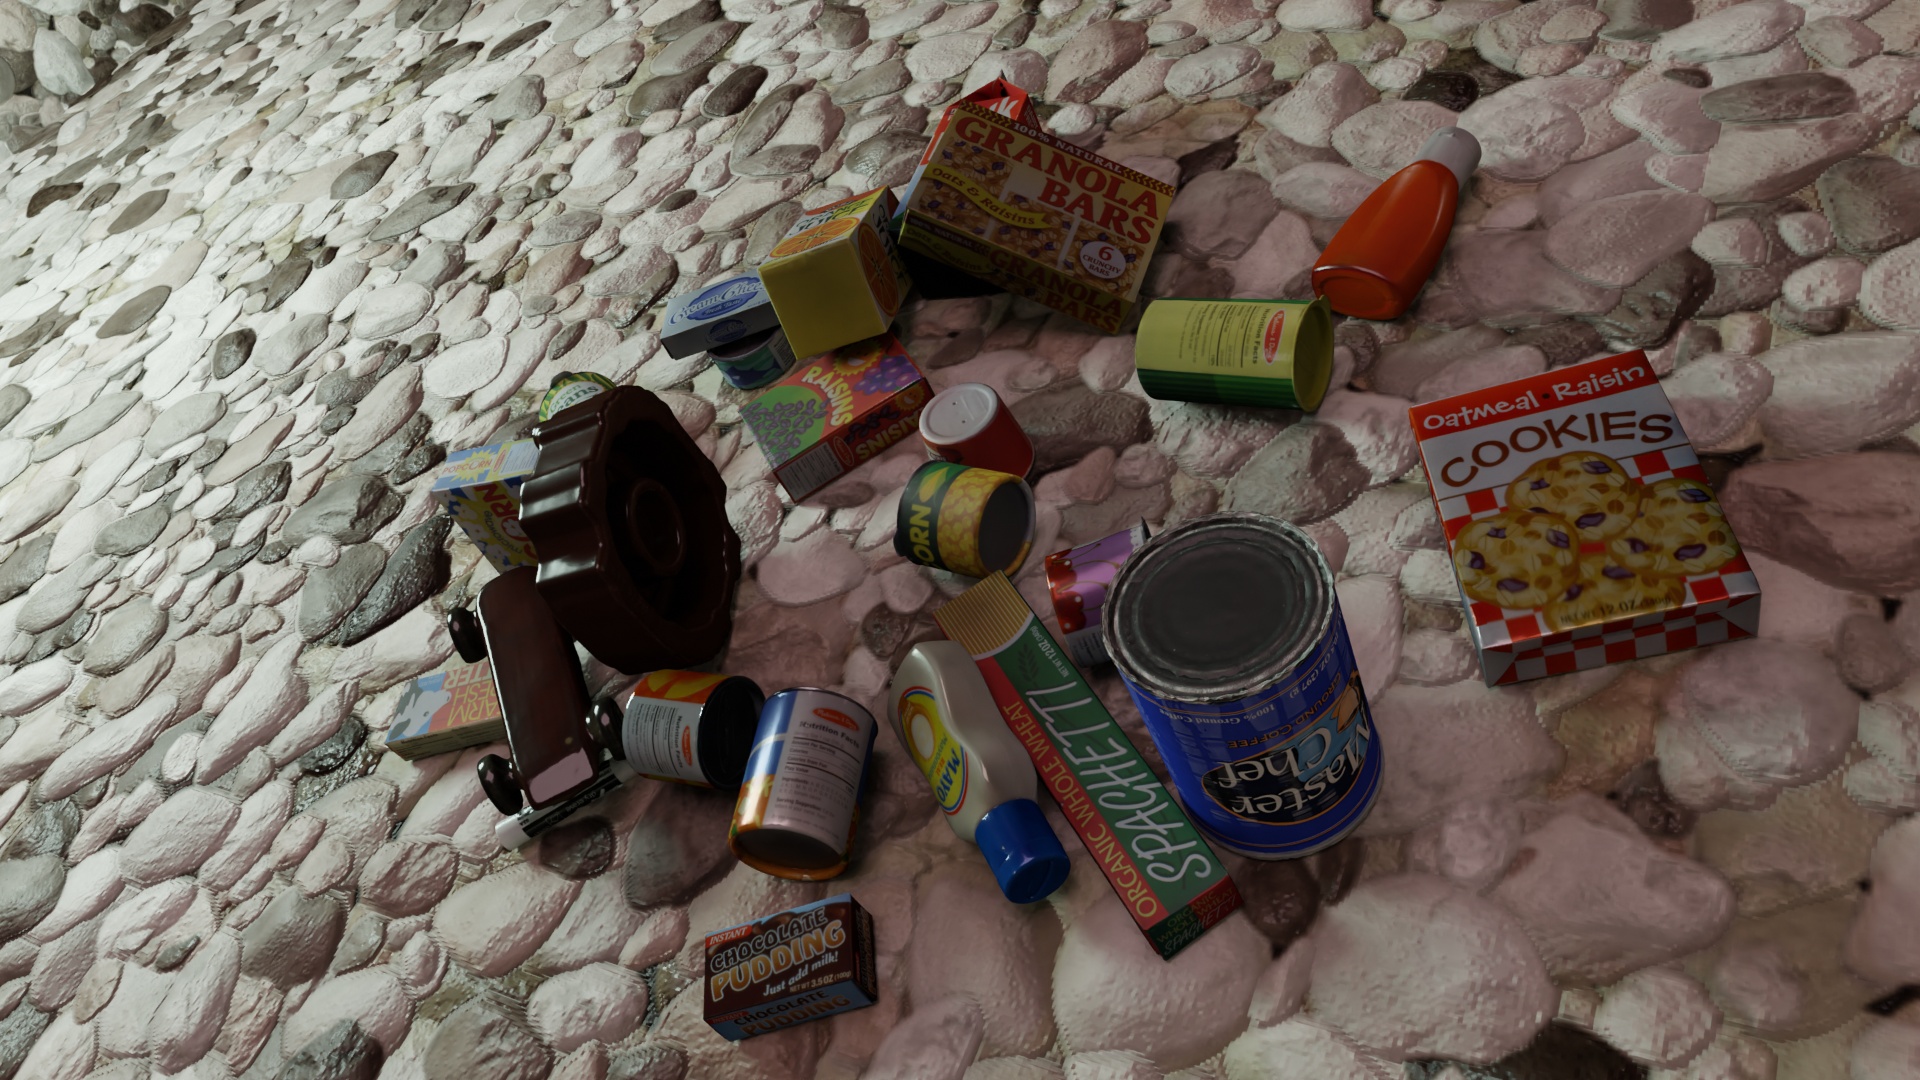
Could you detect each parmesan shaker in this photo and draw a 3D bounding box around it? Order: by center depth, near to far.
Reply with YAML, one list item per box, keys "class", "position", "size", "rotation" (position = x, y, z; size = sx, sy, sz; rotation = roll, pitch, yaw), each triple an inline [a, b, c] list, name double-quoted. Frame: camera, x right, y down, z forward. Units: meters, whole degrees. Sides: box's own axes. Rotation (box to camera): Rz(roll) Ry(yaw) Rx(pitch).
- class: "parmesan shaker"
  position: [0.168, -0.117, 0.849]
  size: [0.103, 0.071, 0.071]
  rotation: [8, 55, 34]

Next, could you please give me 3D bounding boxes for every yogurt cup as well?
- class: "yogurt cup"
  position: [0.008, -0.064, 0.892]
  size: [0.072, 0.053, 0.073]
  rotation: [-14, 46, 15]

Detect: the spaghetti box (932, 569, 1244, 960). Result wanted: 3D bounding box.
- class: "spaghetti box"
  position: [0.059, 0.106, 0.728]
  size: [0.050, 0.028, 0.251]
  rotation: [-33, 44, -3]

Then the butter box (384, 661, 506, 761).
- class: "butter box"
  position: [-0.328, 0.110, 0.925]
  size: [0.103, 0.024, 0.053]
  rotation: [-14, 46, 15]

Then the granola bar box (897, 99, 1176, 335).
- class: "granola bar box"
  position: [0.055, -0.226, 0.966]
  size: [0.165, 0.038, 0.125]
  rotation: [23, 56, -1]

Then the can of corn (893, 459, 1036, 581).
- class: "can of corn"
  position: [0.003, -0.010, 0.836]
  size: [0.058, 0.071, 0.071]
  rotation: [12, 57, 34]

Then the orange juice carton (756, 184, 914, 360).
- class: "orange juice carton"
  position: [-0.083, -0.208, 1.035]
  size: [0.072, 0.072, 0.193]
  rotation: [-15, 24, 16]

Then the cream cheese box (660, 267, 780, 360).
- class: "cream cheese box"
  position: [-0.177, -0.177, 1.061]
  size: [0.104, 0.024, 0.054]
  rotation: [-17, 43, 13]

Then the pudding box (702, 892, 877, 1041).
- class: "pudding box"
  position: [-0.086, 0.215, 0.701]
  size: [0.083, 0.030, 0.050]
  rotation: [-18, 44, 11]

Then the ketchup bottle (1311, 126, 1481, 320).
- class: "ketchup bottle"
  position: [0.285, -0.206, 0.888]
  size: [0.065, 0.043, 0.149]
  rotation: [19, 61, 37]

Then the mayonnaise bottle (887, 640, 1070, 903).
- class: "mayonnaise bottle"
  position: [0.008, 0.119, 0.720]
  size: [0.041, 0.064, 0.148]
  rotation: [1, 36, -30]

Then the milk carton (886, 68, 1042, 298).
- class: "milk carton"
  position: [0.018, -0.279, 1.071]
  size: [0.073, 0.072, 0.191]
  rotation: [0, 51, 28]

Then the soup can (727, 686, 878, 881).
- class: "soup can"
  position: [-0.085, 0.133, 0.753]
  size: [0.071, 0.071, 0.084]
  rotation: [-7, 48, 21]

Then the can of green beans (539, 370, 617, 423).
- class: "can of green beans"
  position: [-0.277, -0.086, 1.049]
  size: [0.071, 0.071, 0.058]
  rotation: [-39, 45, -10]

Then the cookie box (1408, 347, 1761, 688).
- class: "cookie box"
  position: [0.308, -0.014, 0.704]
  size: [0.123, 0.040, 0.168]
  rotation: [-14, 47, 15]

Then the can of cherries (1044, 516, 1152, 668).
- class: "can of cherries"
  position: [0.083, 0.028, 0.760]
  size: [0.058, 0.071, 0.072]
  rotation: [-19, 45, 12]

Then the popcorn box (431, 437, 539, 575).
- class: "popcorn box"
  position: [-0.282, -0.008, 0.937]
  size: [0.085, 0.126, 0.038]
  rotation: [-8, 44, 21]

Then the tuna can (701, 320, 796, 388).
- class: "tuna can"
  position: [-0.162, -0.150, 1.073]
  size: [0.071, 0.032, 0.071]
  rotation: [-14, 45, 15]

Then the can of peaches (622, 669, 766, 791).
- class: "can of peaches"
  position: [-0.152, 0.109, 0.809]
  size: [0.058, 0.071, 0.071]
  rotation: [1, 52, 29]

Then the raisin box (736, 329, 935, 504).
- class: "raisin box"
  position: [-0.086, -0.092, 0.976]
  size: [0.123, 0.040, 0.086]
  rotation: [-32, 43, -3]
